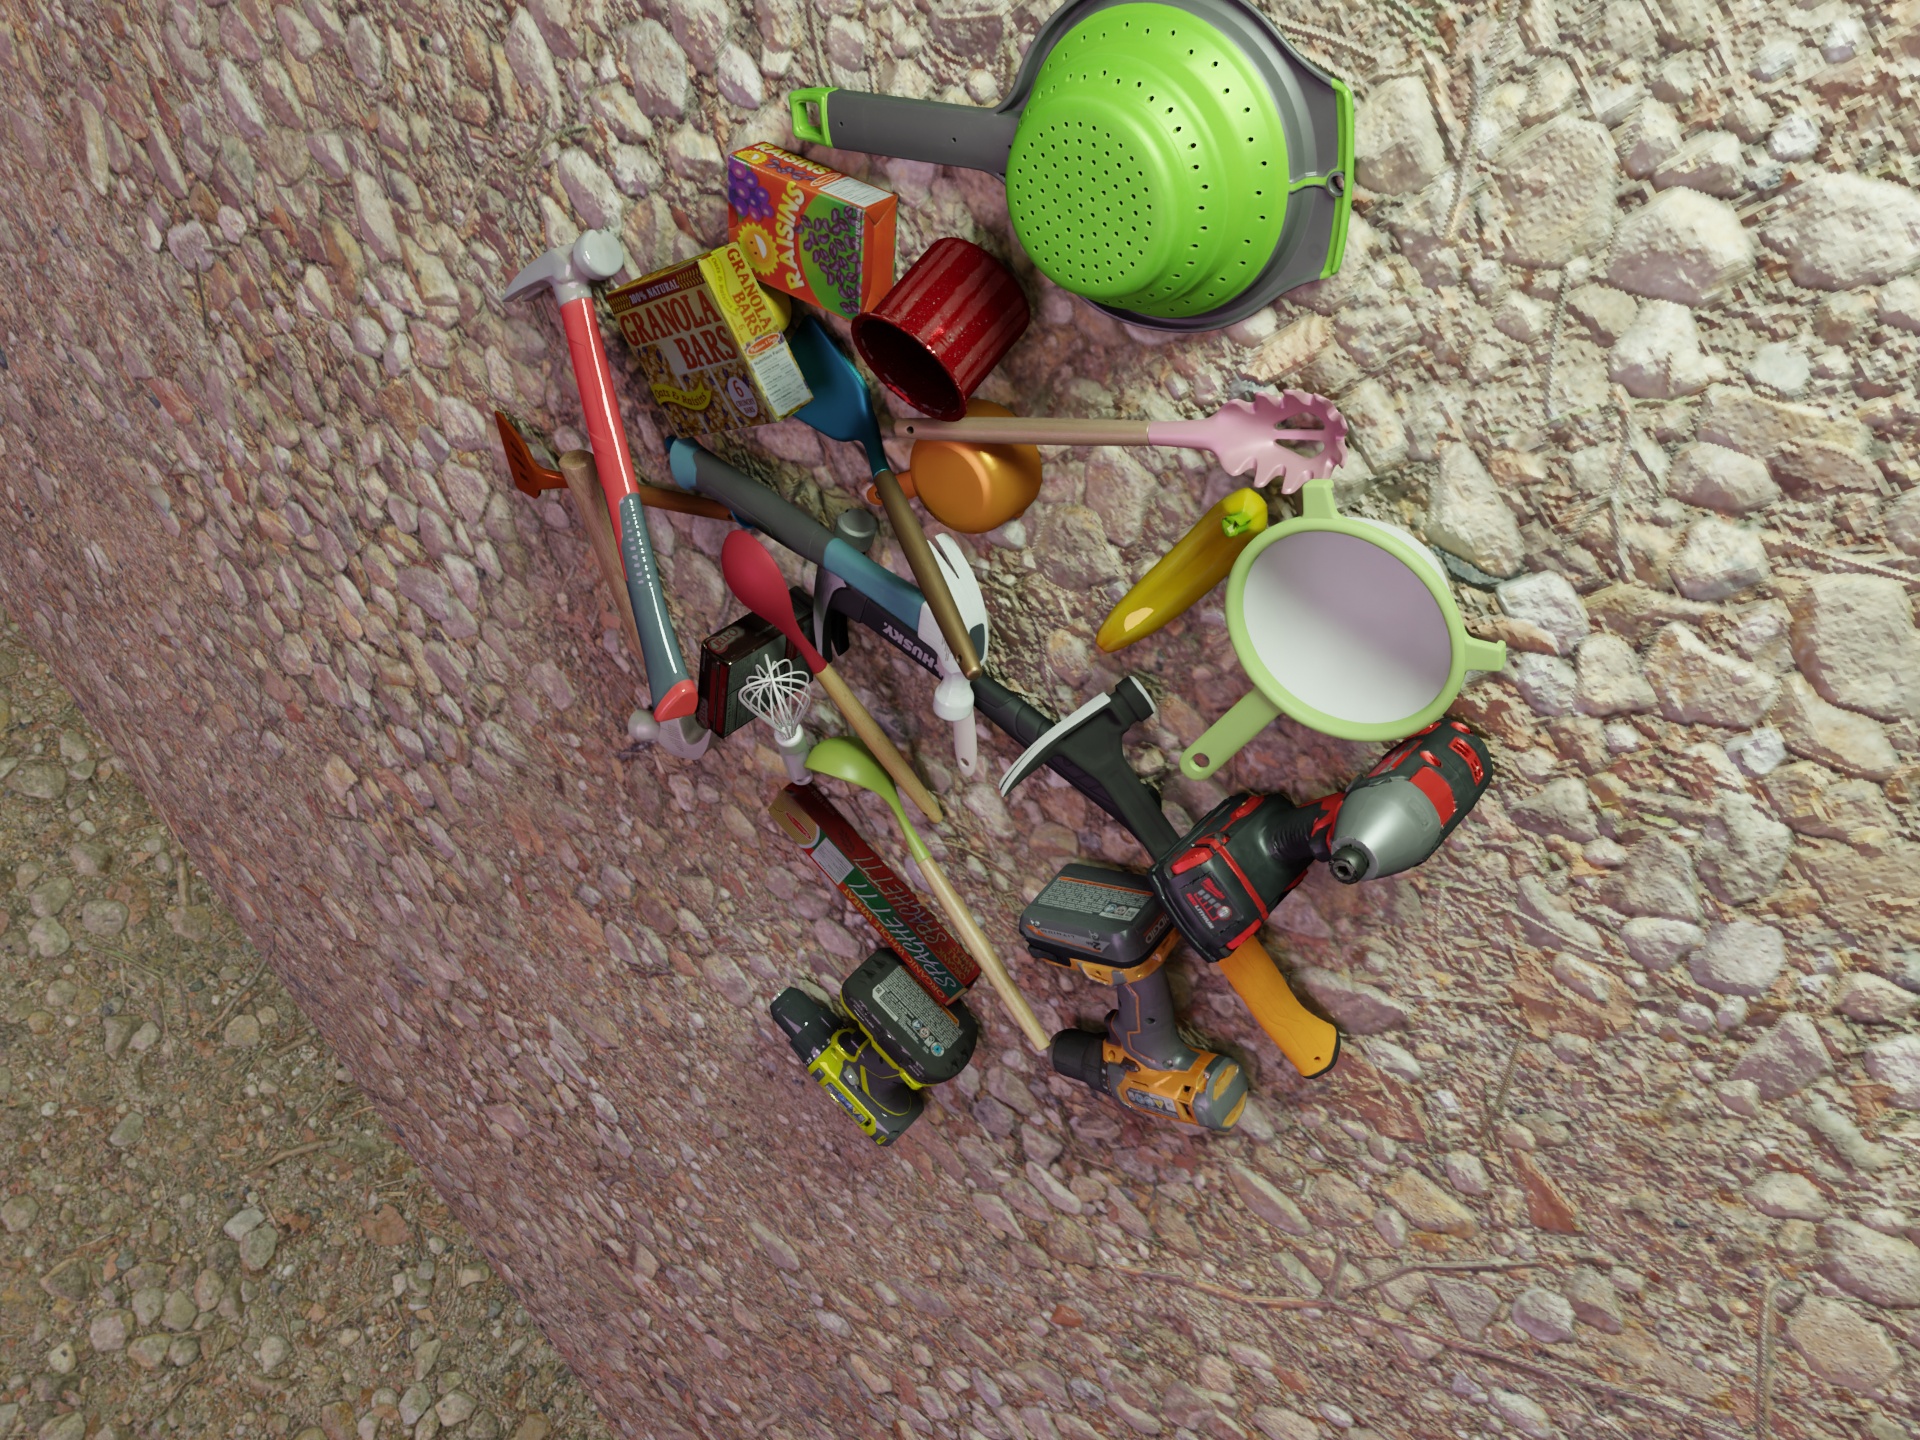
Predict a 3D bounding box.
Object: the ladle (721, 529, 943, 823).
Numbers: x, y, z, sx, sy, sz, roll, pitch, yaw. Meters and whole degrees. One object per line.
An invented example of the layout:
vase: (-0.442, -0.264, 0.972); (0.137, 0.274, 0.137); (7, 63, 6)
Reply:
ladle: (-0.100, -0.025, 1.289); (0.069, 0.031, 0.315); (6, 140, 50)

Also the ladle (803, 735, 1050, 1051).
ladle: (-0.027, 0.148, 1.348); (0.320, 0.062, 0.078); (57, 180, 7)

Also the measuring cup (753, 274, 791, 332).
measuring cup: (-0.167, -0.294, 1.207); (0.062, 0.029, 0.156); (53, 153, -2)

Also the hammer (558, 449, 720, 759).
hammer: (-0.293, -0.096, 1.445); (0.130, 0.031, 0.331); (16, 137, 32)

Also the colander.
colander: (0.028, -0.326, 0.932); (0.397, 0.094, 0.204); (20, 132, 31)

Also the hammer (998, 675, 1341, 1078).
hammer: (0.169, 0.135, 1.169); (0.336, 0.127, 0.034); (53, -177, -12)

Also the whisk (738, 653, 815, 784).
whisk: (-0.146, 0.008, 1.341); (0.246, 0.058, 0.059); (88, 165, -69)

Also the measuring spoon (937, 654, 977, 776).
measuring spoon: (-0.002, -0.004, 1.221); (0.034, 0.018, 0.124); (19, 132, 31)

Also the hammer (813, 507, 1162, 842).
hammer: (0.017, -0.017, 1.235); (0.335, 0.035, 0.146); (38, 139, 14)

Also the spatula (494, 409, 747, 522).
spatula: (-0.305, -0.210, 1.401); (0.323, 0.041, 0.081); (15, 130, 30)

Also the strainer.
strainer: (0.219, -0.040, 0.997); (0.151, 0.069, 0.256); (44, 141, 4)

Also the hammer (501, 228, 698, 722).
hammer: (-0.286, -0.188, 1.297); (0.143, 0.038, 0.386); (-9, 95, 47)

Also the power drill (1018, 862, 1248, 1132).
power drill: (0.123, 0.228, 1.297); (0.185, 0.084, 0.226); (5, 128, 43)

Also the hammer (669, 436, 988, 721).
hammer: (-0.107, -0.131, 1.209); (0.331, 0.033, 0.128); (34, 133, 28)

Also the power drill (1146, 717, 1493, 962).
power drill: (0.228, 0.080, 1.028); (0.078, 0.143, 0.219); (54, 143, -2)

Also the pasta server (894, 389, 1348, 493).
pasta server: (0.092, -0.180, 0.998); (0.316, 0.040, 0.060); (7, 109, 29)

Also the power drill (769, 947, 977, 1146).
power drill: (-0.093, 0.312, 1.568); (0.190, 0.080, 0.228); (46, 143, 5)

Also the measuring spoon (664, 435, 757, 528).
measuring spoon: (-0.198, -0.203, 1.312); (0.129, 0.021, 0.042); (39, 132, 27)

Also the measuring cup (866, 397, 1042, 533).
measuring cup: (-0.022, -0.169, 1.137); (0.174, 0.052, 0.095); (-10, 113, 45)

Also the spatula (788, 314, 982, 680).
spatula: (-0.055, -0.151, 1.109); (0.082, 0.044, 0.318); (-56, 46, 40)
